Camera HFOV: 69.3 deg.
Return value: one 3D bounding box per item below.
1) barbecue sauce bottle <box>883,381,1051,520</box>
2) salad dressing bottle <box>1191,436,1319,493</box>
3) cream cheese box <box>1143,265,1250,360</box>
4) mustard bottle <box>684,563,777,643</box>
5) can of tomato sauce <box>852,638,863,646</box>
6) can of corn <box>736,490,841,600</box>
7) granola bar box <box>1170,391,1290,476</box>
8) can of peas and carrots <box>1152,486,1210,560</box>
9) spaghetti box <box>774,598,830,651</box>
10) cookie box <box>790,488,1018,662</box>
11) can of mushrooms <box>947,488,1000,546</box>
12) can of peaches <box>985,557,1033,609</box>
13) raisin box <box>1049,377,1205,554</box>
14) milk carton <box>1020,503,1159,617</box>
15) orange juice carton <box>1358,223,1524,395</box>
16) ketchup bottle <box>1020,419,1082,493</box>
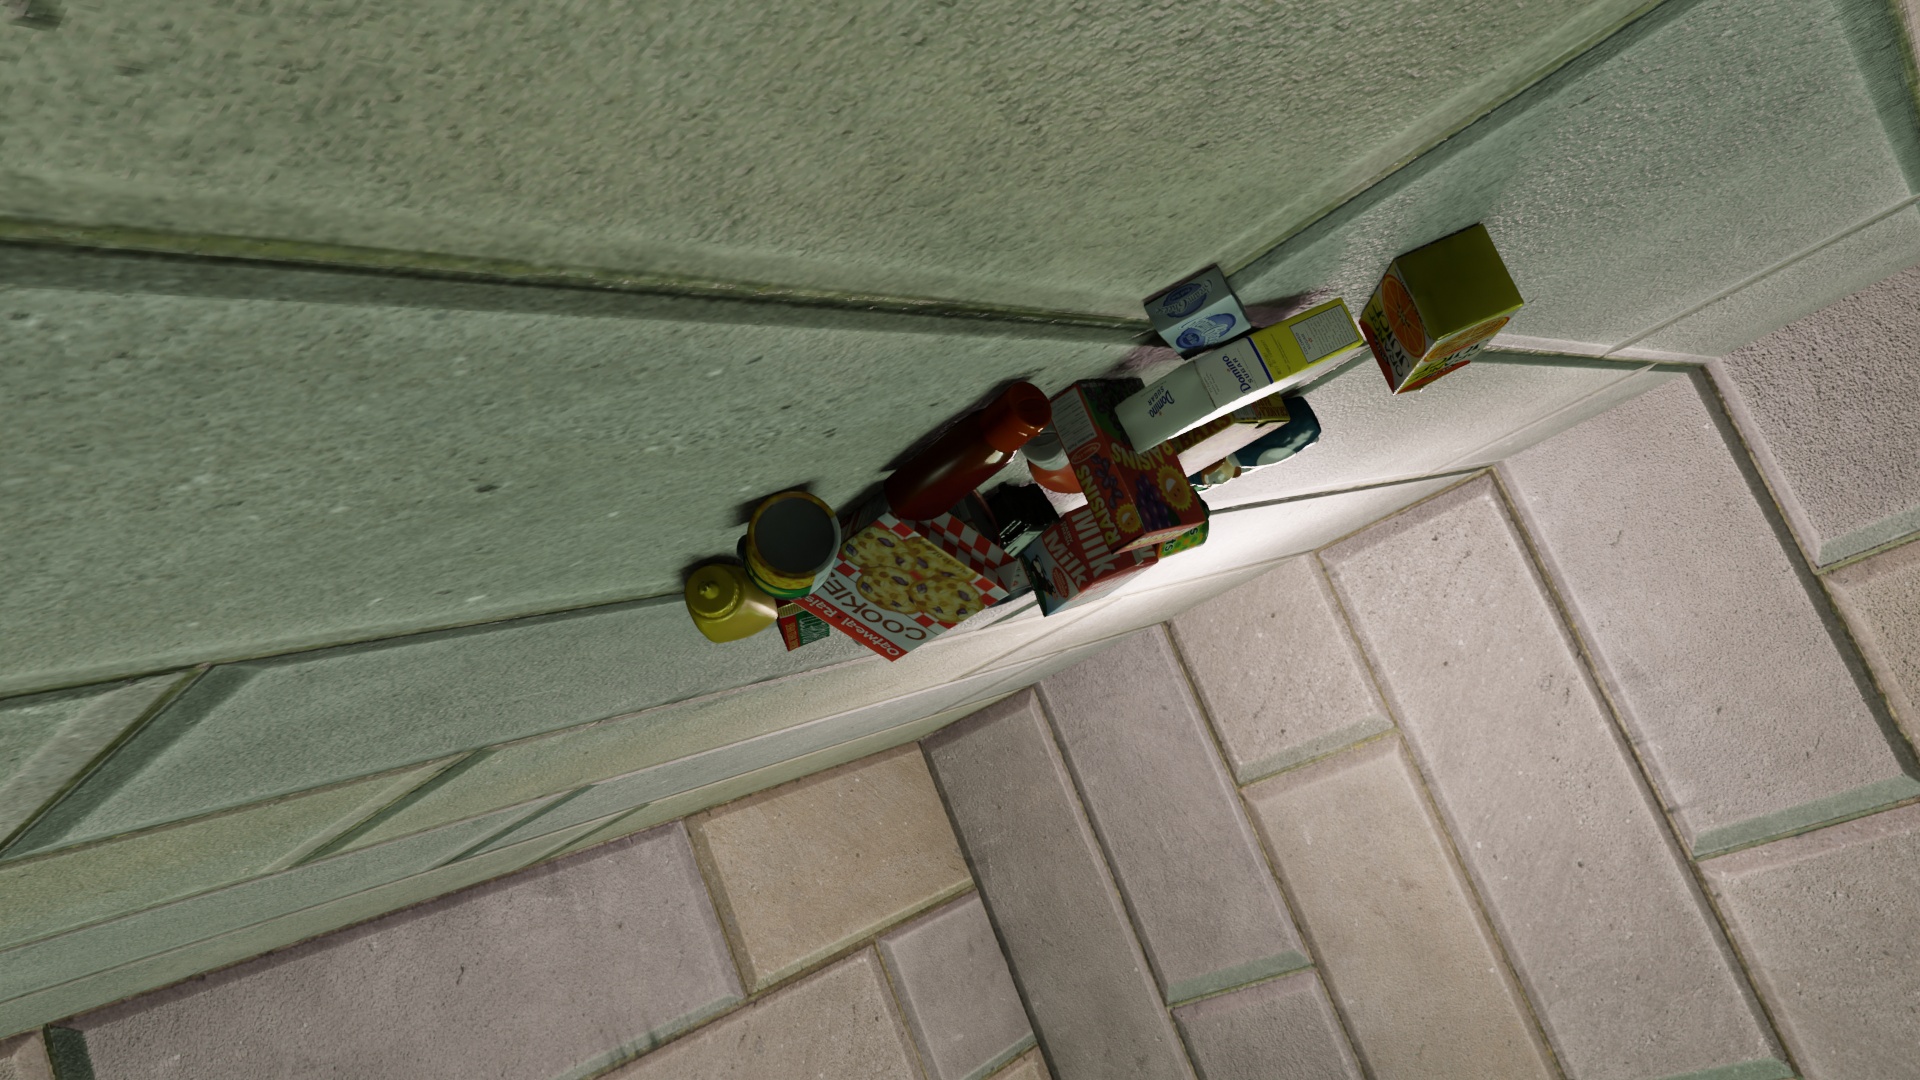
[{"bbox_3d":[0.007,-0.062,0.987,0.065,0.044,0.148,-14,166,-40],"label":"barbecue sauce bottle"},{"bbox_3d":[0.295,-0.091,1.442,0.147,0.044,0.064,-26,170,21],"label":"salad dressing bottle"},{"bbox_3d":[0.159,-0.149,0.920,0.053,0.024,0.104,-27,169,16],"label":"cream cheese box"},{"bbox_3d":[-0.188,0.046,1.106,0.065,0.049,0.160,-22,169,-3],"label":"mustard bottle"},{"bbox_3d":[-0.072,0.062,1.378,0.083,0.071,0.071,-18,168,-20],"label":"can of tomato sauce"},{"bbox_3d":[-0.122,0.003,0.986,0.071,0.071,0.058,-19,168,-17],"label":"can of corn"},{"bbox_3d":[0.205,-0.088,1.281,0.165,0.039,0.124,-30,168,34],"label":"granola bar box"},{"bbox_3d":[0.194,-0.017,1.313,0.059,0.071,0.070,-18,168,-22],"label":"can of peas and carrots"},{"bbox_3d":[-0.153,0.068,1.340,0.050,0.029,0.249,-20,169,-9],"label":"spaghetti box"},{"bbox_3d":[-0.053,0.029,1.128,0.123,0.040,0.166,34,139,-21],"label":"cookie box"},{"bbox_3d":[0.004,-0.014,1.148,0.033,0.071,0.071,-28,168,17],"label":"can of mushrooms"},{"bbox_3d":[0.044,0.036,1.512,0.071,0.058,0.071,-23,170,-4],"label":"can of peaches"},{"bbox_3d":[0.122,-0.057,1.031,0.040,0.123,0.086,-32,166,38],"label":"raisin box"},{"bbox_3d":[0.126,0.011,1.314,0.073,0.072,0.190,-17,170,-18],"label":"milk carton"},{"bbox_3d":[0.376,-0.175,1.113,0.073,0.072,0.192,-23,169,1],"label":"orange juice carton"},{"bbox_3d":[0.081,-0.068,1.106,0.064,0.043,0.149,-13,172,14],"label":"ketchup bottle"}]
